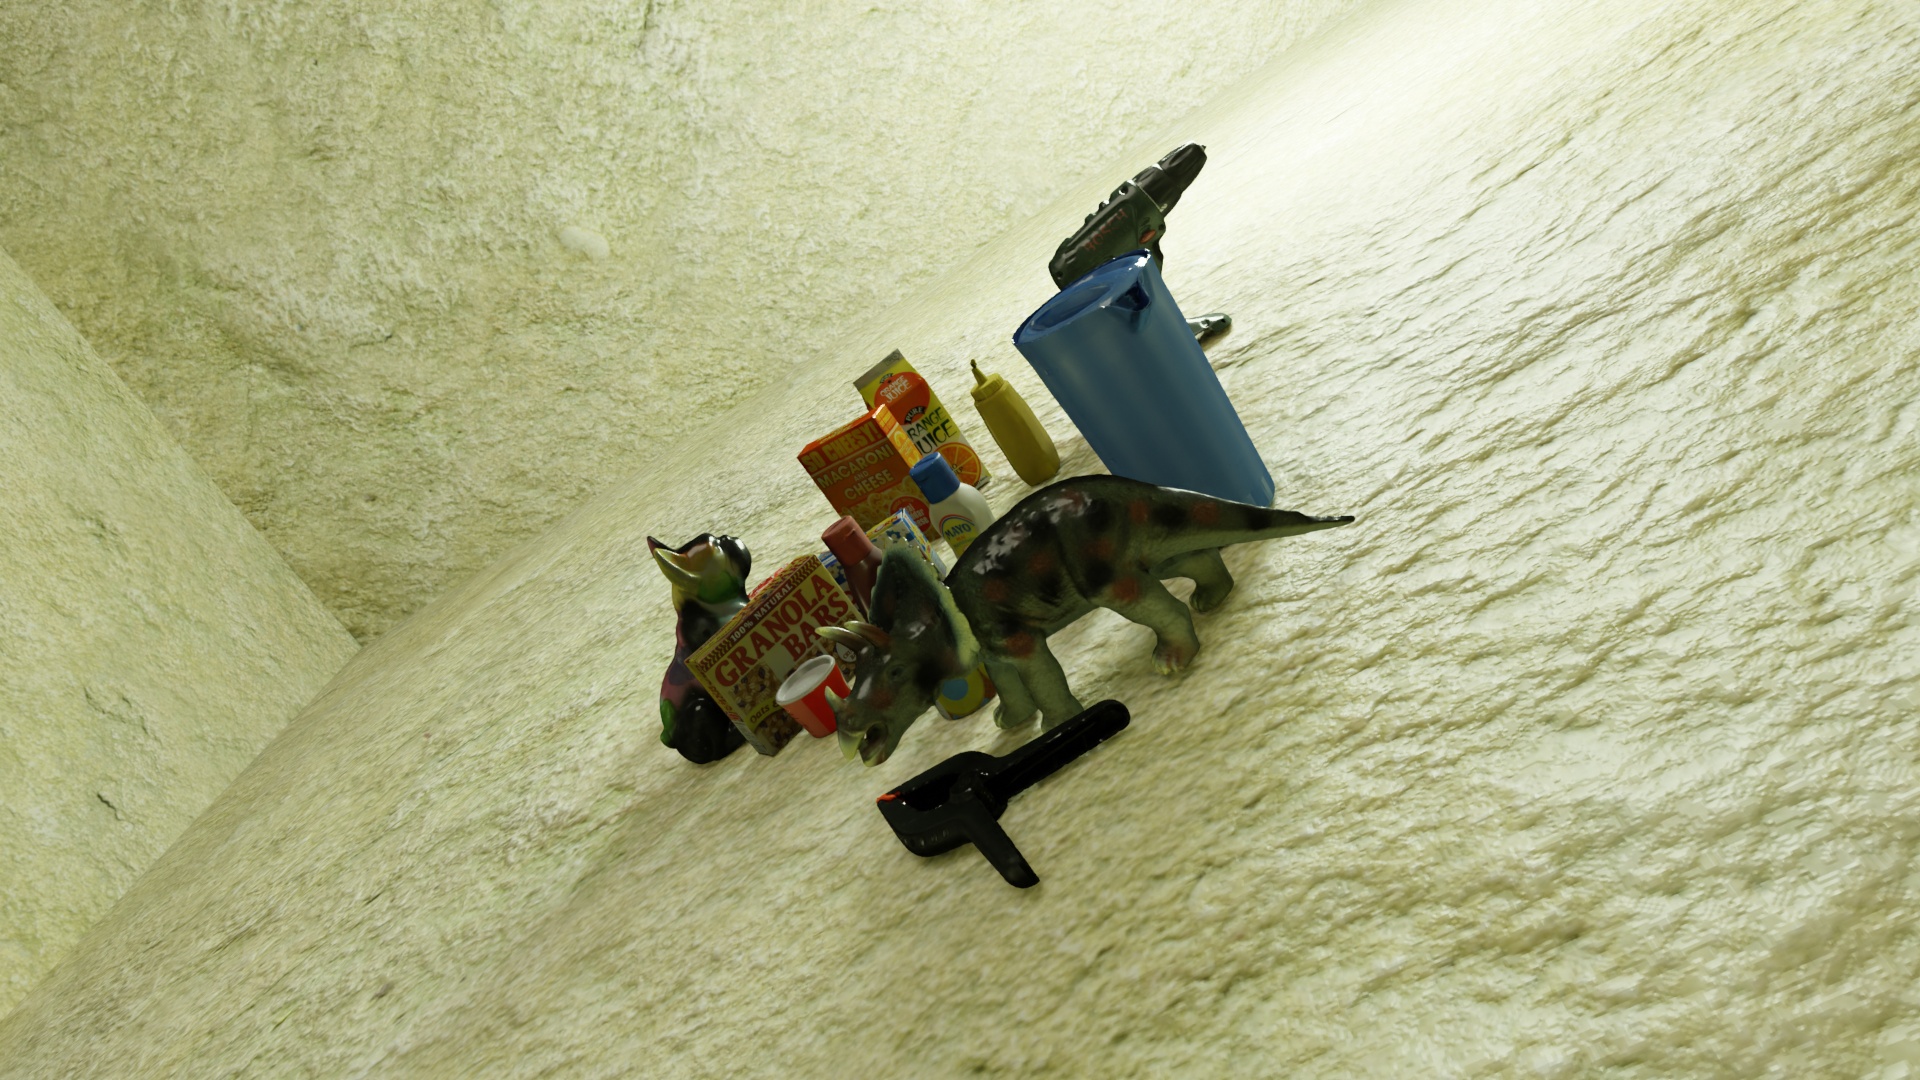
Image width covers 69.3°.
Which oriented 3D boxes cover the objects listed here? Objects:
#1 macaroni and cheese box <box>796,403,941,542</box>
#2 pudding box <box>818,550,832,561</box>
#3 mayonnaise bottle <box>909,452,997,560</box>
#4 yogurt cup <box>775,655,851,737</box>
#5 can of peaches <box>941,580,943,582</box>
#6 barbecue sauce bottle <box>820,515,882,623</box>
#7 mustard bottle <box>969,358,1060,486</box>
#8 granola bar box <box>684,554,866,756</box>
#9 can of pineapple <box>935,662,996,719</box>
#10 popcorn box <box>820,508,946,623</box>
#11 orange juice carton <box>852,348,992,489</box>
[{"bbox_3d":[-0.094,-0.063,1.623,0.123,0.166,0.040,-25,20,31],"label":"macaroni and cheese box"},{"bbox_3d":[-0.131,0.030,1.643,0.083,0.049,0.030,-20,23,39],"label":"pudding box"},{"bbox_3d":[0.005,-0.017,1.356,0.064,0.148,0.041,-22,22,37],"label":"mayonnaise bottle"},{"bbox_3d":[-0.135,0.152,1.329,0.072,0.054,0.072,-31,18,11],"label":"yogurt cup"},{"bbox_3d":[-0.026,0.081,1.308,0.071,0.058,0.071,-32,18,11],"label":"can of peaches"},{"bbox_3d":[-0.078,0.044,1.348,0.065,0.148,0.043,-44,19,-26],"label":"barbecue sauce bottle"},{"bbox_3d":[0.053,-0.138,1.560,0.048,0.160,0.065,-29,19,21],"label":"mustard bottle"},{"bbox_3d":[-0.174,0.113,1.384,0.166,0.124,0.039,-45,20,-28],"label":"granola bar box"},{"bbox_3d":[-0.003,0.110,1.191,0.071,0.057,0.071,-32,18,11],"label":"can of pineapple"},{"bbox_3d":[-0.090,0.036,1.494,0.126,0.085,0.038,-32,18,10],"label":"popcorn box"},{"bbox_3d":[-0.049,-0.135,1.684,0.072,0.192,0.073,-37,17,-6],"label":"orange juice carton"}]
